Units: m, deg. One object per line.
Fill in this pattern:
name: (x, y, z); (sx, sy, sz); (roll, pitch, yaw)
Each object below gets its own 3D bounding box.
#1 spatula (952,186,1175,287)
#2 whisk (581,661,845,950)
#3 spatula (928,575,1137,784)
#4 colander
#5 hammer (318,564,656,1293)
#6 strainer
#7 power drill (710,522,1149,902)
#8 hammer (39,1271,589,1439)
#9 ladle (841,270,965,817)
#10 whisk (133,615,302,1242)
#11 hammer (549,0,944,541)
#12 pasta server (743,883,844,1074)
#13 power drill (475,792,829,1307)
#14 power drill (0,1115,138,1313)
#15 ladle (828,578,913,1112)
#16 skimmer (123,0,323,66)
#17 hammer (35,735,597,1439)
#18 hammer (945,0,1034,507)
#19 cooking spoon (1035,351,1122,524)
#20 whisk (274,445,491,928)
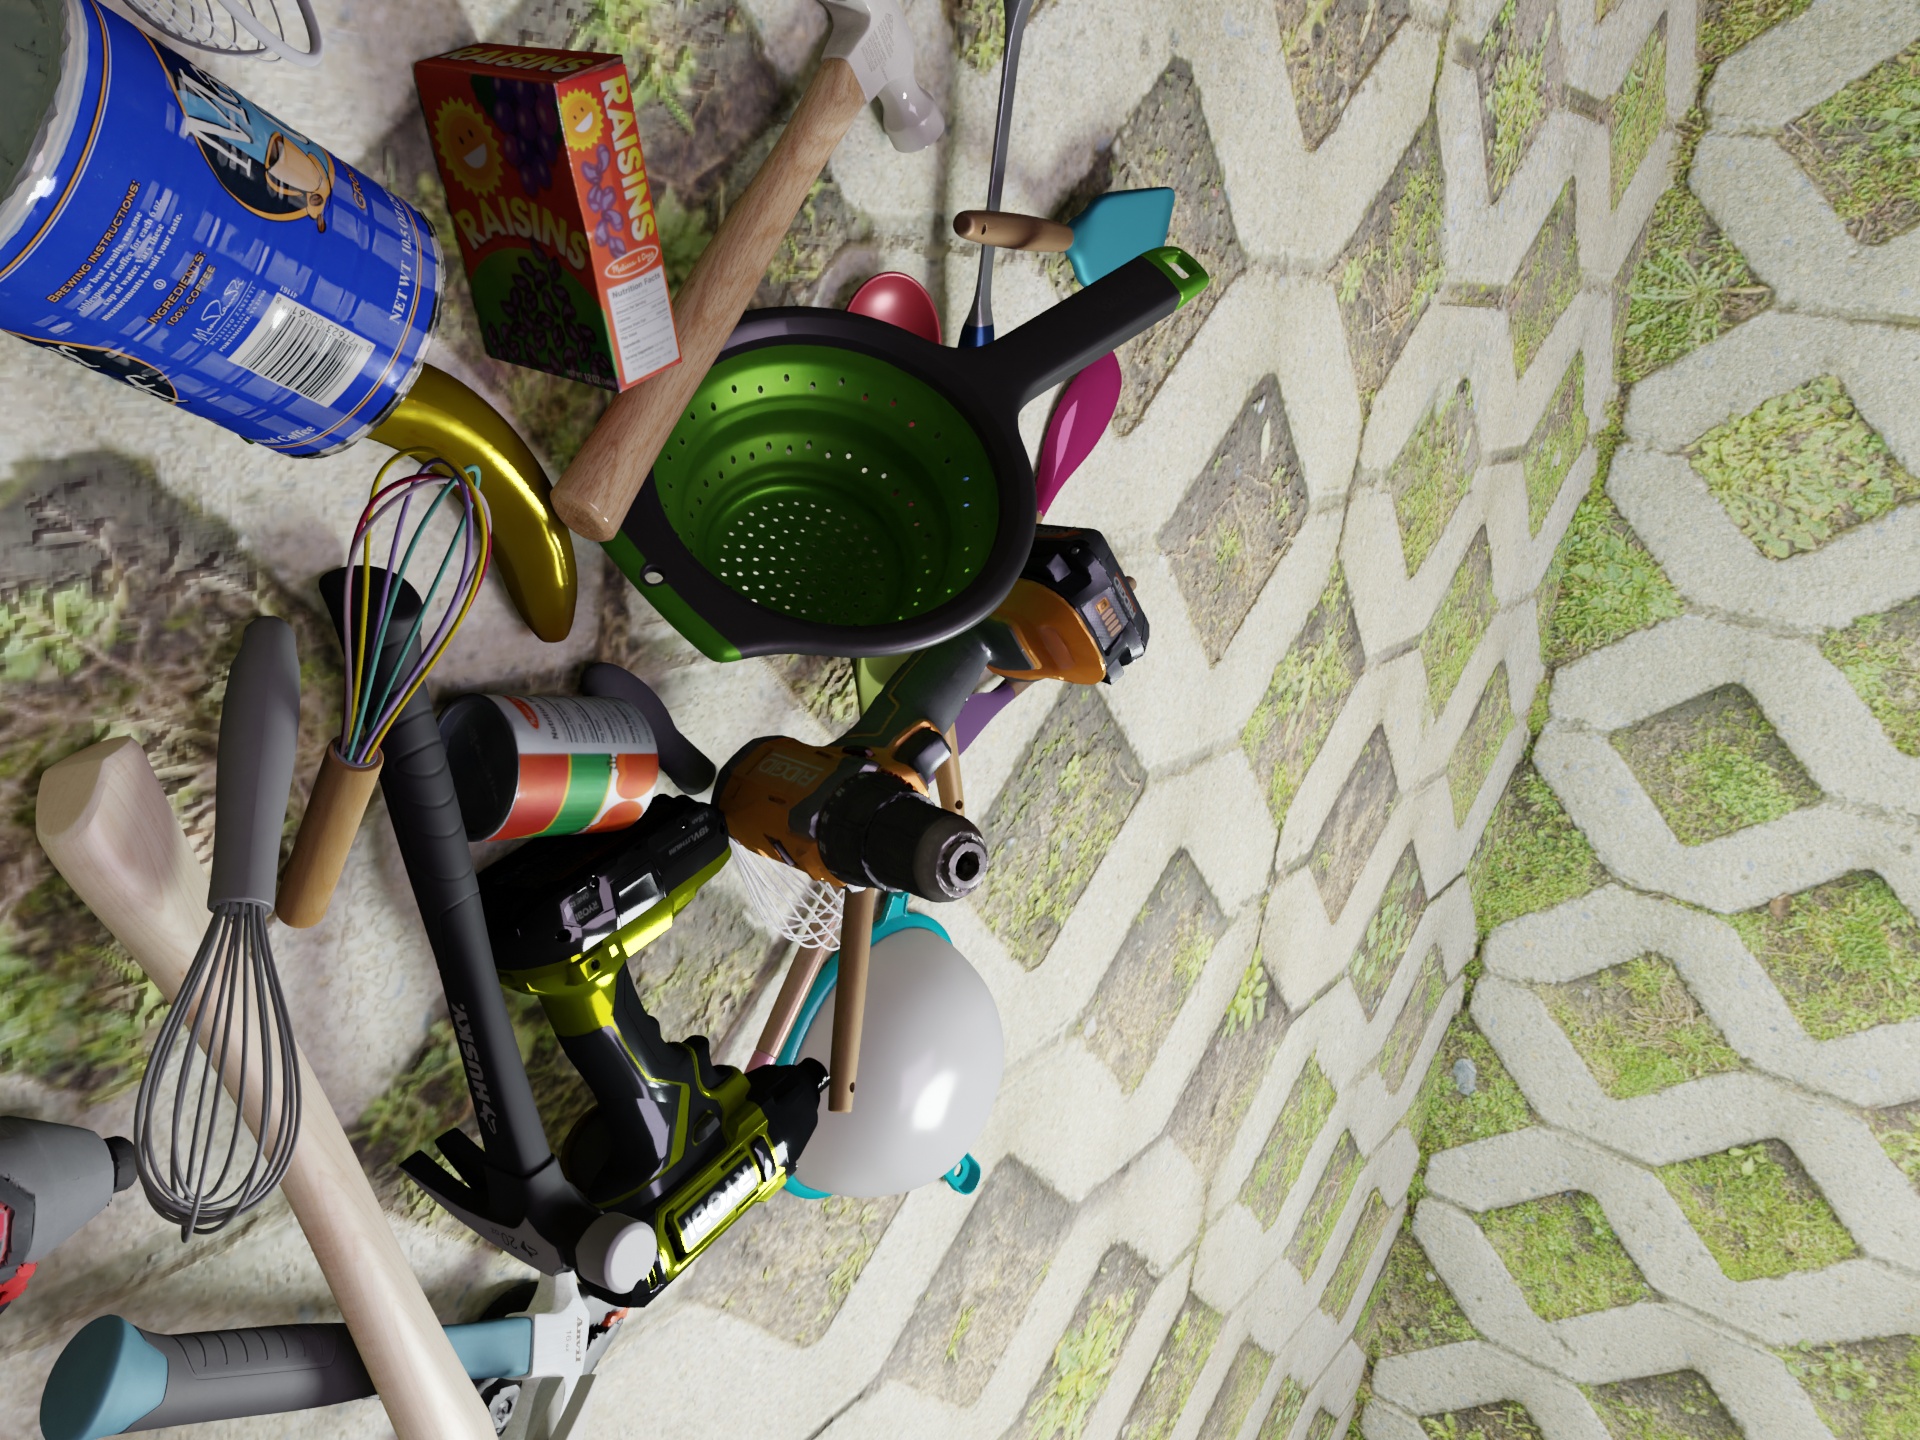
spatula: (0.062, -0.279, 0.920); (0.317, 0.044, 0.082); (-37, 144, -66)
whisk: (-0.124, 0.052, 0.880); (0.070, 0.070, 0.284); (-59, 143, -19)
spatula: (0.046, -0.034, 1.125); (0.316, 0.018, 0.059); (-40, 149, -44)
colander: (-0.014, -0.142, 0.838); (0.397, 0.204, 0.094); (-36, 167, -29)
hammer: (-0.225, 0.094, 0.703); (0.035, 0.146, 0.334); (-32, 120, -47)
strainer: (-0.014, 0.283, 1.139); (0.211, 0.095, 0.340); (-56, 145, -23)
power drill: (-0.001, -0.003, 0.806); (0.226, 0.185, 0.084); (-45, 122, -22)
hammer: (-0.263, 0.284, 0.711); (0.330, 0.033, 0.128); (43, 41, -64)
ladle: (-0.025, -0.091, 0.902); (0.069, 0.031, 0.315); (-14, 101, -32)
whisk: (-0.263, 0.066, 0.579); (0.055, 0.055, 0.239); (42, 37, -57)
hammer: (-0.102, -0.226, 0.750); (0.331, 0.031, 0.129); (-65, 147, -23)
pasta server: (-0.116, 0.180, 0.992); (0.316, 0.040, 0.060); (-66, 149, -16)
power drill: (-0.150, 0.157, 0.811); (0.171, 0.080, 0.223); (-36, 117, -45)
power drill: (-0.376, 0.251, 0.571); (0.143, 0.079, 0.219); (-4, 107, -57)
ladle: (-0.044, 0.062, 0.916); (0.078, 0.062, 0.320); (33, 57, -58)
skimmer: (-0.166, -0.316, 0.575); (0.363, 0.090, 0.127); (-39, 105, -45)
hammer: (-0.258, 0.190, 0.661); (0.146, 0.038, 0.410); (-68, 144, -63)
hammer: (0.015, -0.246, 0.934); (0.144, 0.035, 0.405); (-49, 150, -61)
cooking spoon: (0.039, -0.119, 1.076); (0.319, 0.017, 0.068); (-61, 150, -16)
whisk: (-0.230, -0.006, 0.615); (0.245, 0.047, 0.051); (-57, -162, 33)
